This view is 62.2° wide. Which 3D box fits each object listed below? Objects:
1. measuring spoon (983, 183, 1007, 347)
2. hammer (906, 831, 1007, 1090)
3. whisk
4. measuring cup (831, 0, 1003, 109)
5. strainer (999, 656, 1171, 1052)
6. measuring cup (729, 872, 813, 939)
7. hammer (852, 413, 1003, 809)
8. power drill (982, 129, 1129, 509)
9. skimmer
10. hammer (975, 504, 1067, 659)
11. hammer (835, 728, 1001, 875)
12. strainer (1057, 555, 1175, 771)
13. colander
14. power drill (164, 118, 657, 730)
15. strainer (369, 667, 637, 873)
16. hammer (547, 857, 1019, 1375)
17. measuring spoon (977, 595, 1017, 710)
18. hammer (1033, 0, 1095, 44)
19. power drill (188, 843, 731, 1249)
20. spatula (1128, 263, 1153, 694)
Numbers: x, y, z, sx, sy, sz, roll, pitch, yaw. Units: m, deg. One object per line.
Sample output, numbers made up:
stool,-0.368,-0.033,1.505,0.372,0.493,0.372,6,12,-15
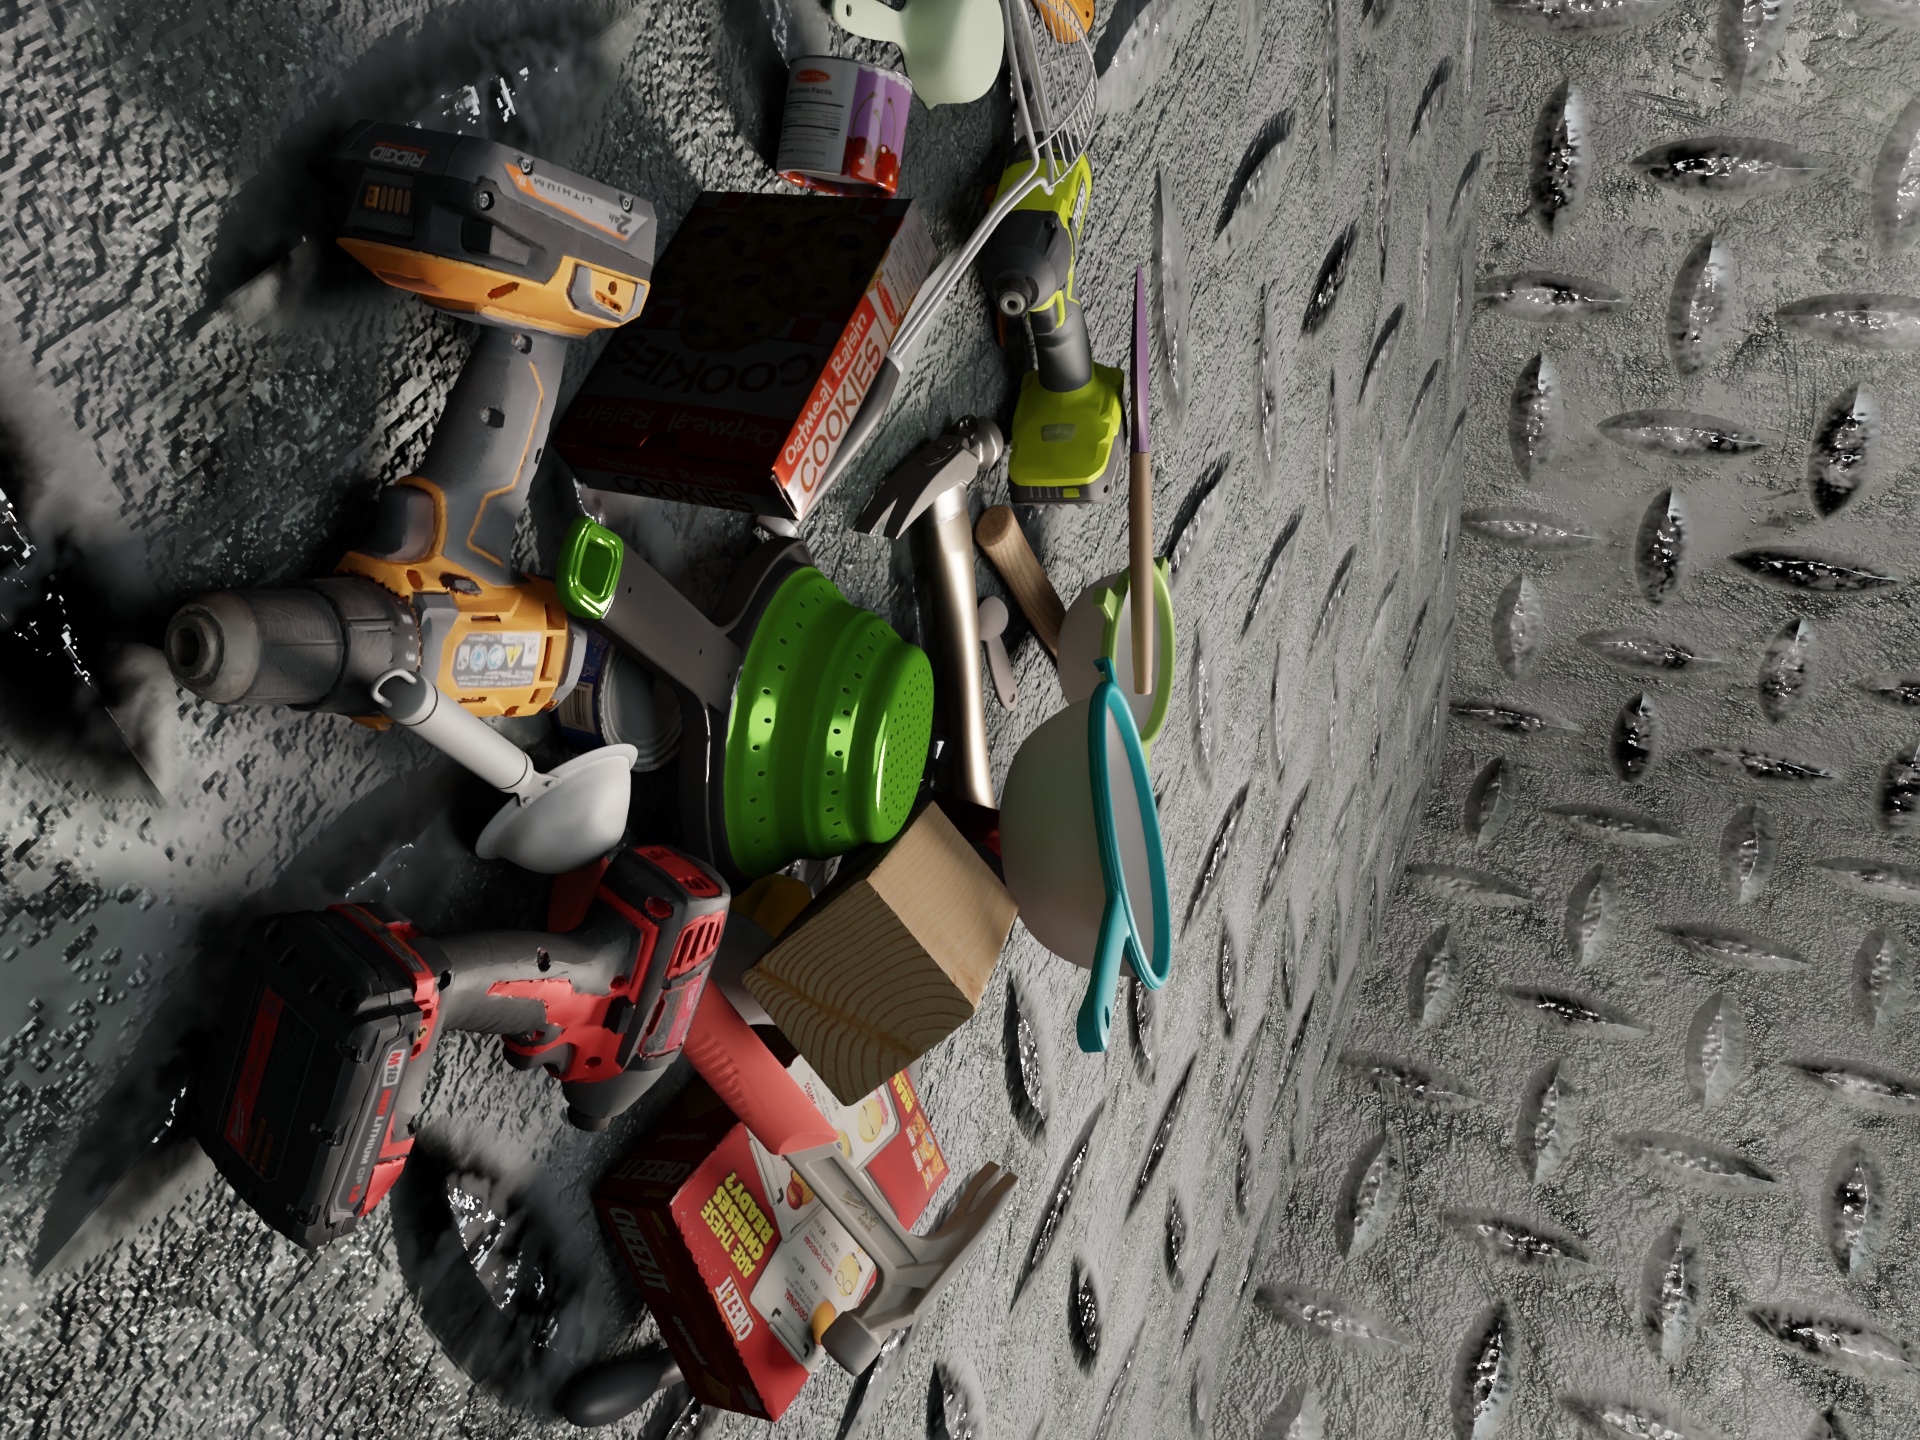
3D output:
measuring spoon,0.024,-0.312,1.099,0.021,0.011,0.116,-69,160,-49
hammer,-0.039,0.228,1.109,0.128,0.033,0.331,-11,122,-50
whisk,-0.146,0.387,0.997,0.284,0.070,0.070,7,94,-60
measuring cup,-0.020,-0.402,0.923,0.167,0.038,0.083,-30,128,-61
strainer,0.067,0.110,1.031,0.340,0.095,0.210,-67,145,-63
measuring cup,-0.147,0.143,0.926,0.156,0.029,0.062,-38,132,-38
hammer,-0.002,-0.004,1.147,0.146,0.038,0.410,-50,143,-44
power drill,0.061,-0.260,1.085,0.223,0.080,0.171,75,21,-45
skimmer,-0.029,-0.269,0.926,0.363,0.090,0.127,-56,159,-6
hammer,0.076,-0.074,1.287,0.331,0.031,0.130,51,55,-59
hammer,0.039,0.104,1.198,0.386,0.038,0.143,21,93,-58
strainer,0.119,-0.002,1.273,0.151,0.069,0.256,-32,123,-60
colander,-0.086,-0.013,0.798,0.396,0.094,0.204,55,47,-73
power drill,-0.208,-0.106,0.613,0.185,0.084,0.226,-7,112,-64
strainer,-0.189,0.025,0.674,0.087,0.050,0.258,-37,163,-6
hammer,-0.098,0.200,0.865,0.149,0.037,0.358,-46,122,-23
measuring spoon,0.034,-0.046,1.220,0.034,0.018,0.124,-50,146,-25
hammer,0.015,-0.512,0.959,0.336,0.034,0.127,29,74,-65
power drill,-0.199,0.134,0.679,0.219,0.079,0.143,-5,122,-57
spatula,0.132,-0.171,1.166,0.060,0.018,0.315,-64,152,-71
